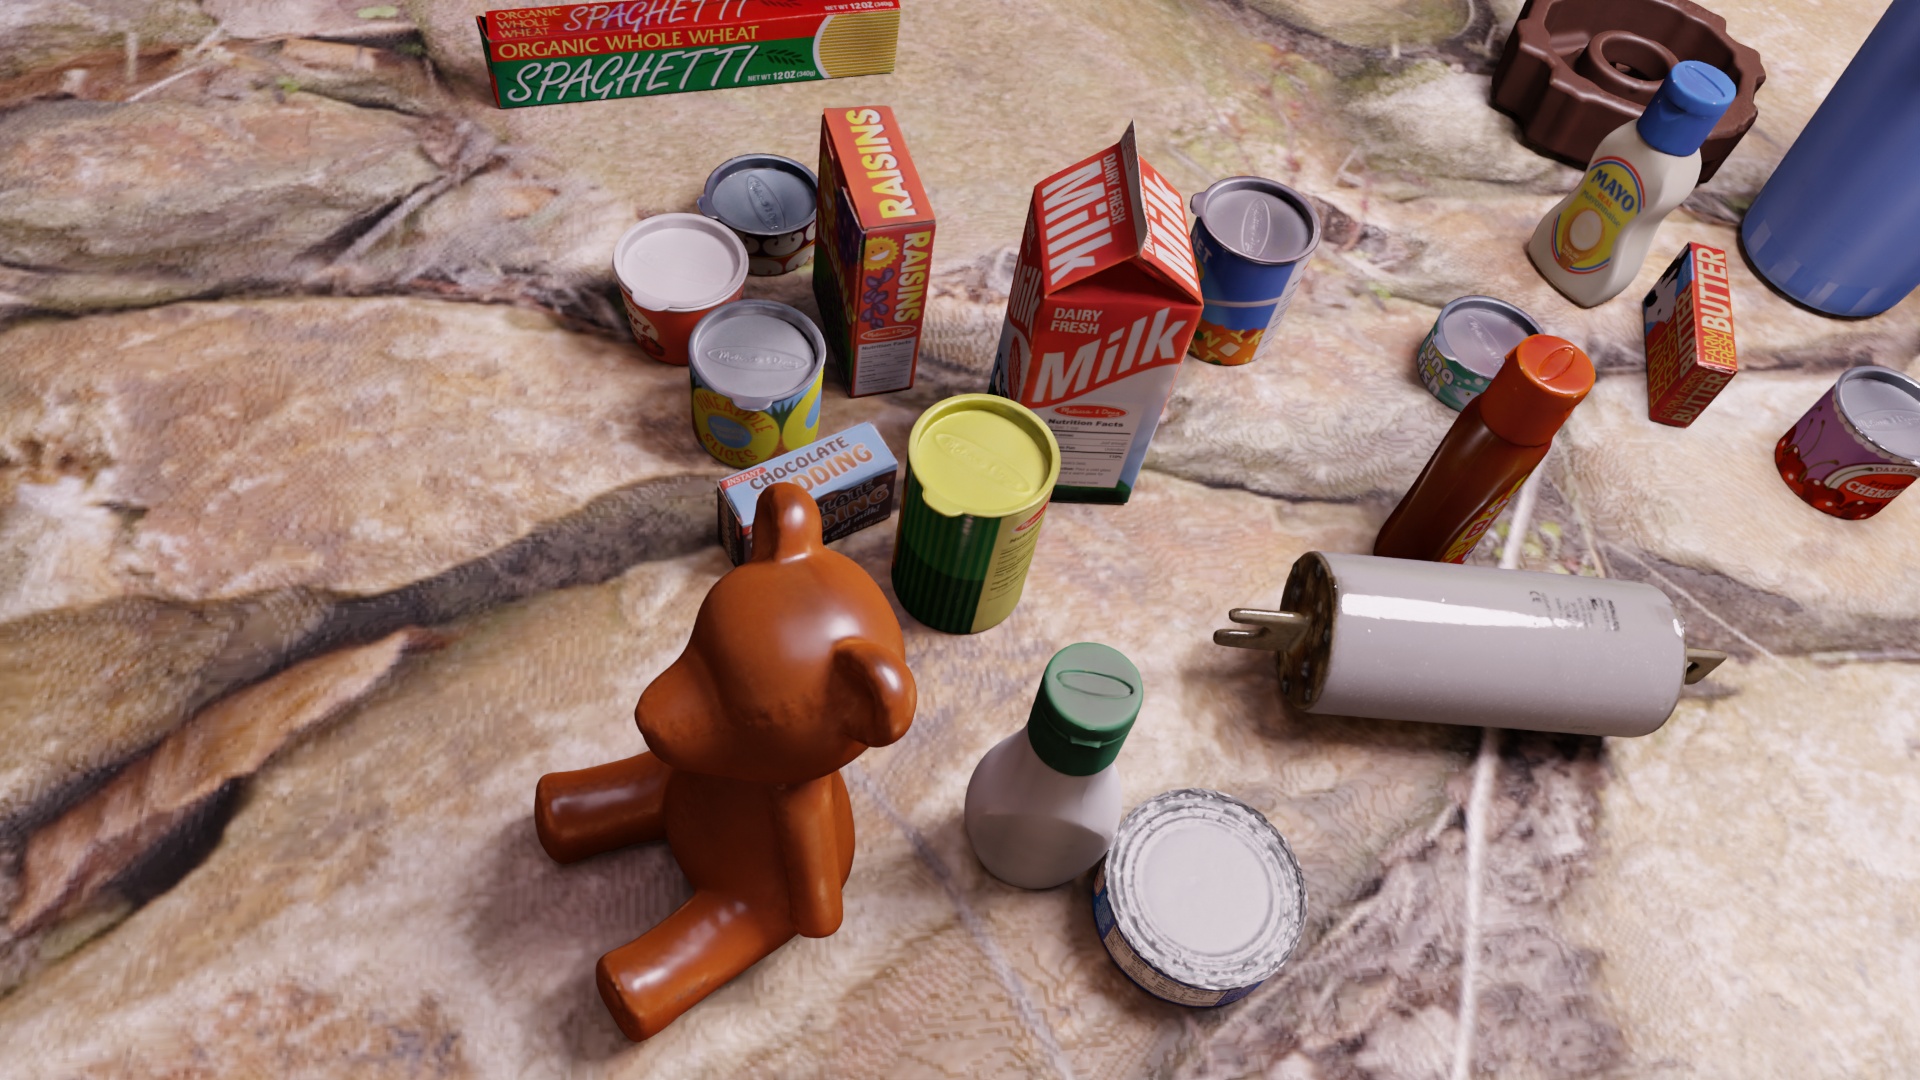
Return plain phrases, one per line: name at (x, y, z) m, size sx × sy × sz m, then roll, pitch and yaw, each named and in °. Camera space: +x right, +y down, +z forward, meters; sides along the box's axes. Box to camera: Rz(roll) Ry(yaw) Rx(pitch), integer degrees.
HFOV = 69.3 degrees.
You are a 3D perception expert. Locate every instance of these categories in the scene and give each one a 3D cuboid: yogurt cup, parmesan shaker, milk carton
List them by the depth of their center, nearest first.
parmesan shaker at (0.002, -0.008, 0.637) m, size 0.071 × 0.102 × 0.071 m, roll 4°, pitch 56°, yaw -6°
milk carton at (0.062, -0.101, 0.657) m, size 0.073 × 0.189 × 0.073 m, roll 2°, pitch 56°, yaw -7°
yogurt cup at (-0.145, -0.129, 0.726) m, size 0.072 × 0.053 × 0.073 m, roll 4°, pitch 56°, yaw -6°

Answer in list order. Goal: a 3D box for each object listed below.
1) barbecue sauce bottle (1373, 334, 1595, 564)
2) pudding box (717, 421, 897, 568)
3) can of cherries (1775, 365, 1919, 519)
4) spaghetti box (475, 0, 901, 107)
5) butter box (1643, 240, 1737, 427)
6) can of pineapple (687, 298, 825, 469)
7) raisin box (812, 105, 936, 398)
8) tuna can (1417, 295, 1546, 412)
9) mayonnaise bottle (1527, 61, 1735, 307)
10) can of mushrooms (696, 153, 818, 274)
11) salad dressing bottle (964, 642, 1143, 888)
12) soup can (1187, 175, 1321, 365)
barbecue sauce bottle at (0.251, -0.037, 0.669) m, size 0.065 × 0.147 × 0.044 m, roll -37°, pitch 68°, yaw -28°
pudding box at (-0.073, -0.020, 0.666) m, size 0.084 × 0.049 × 0.030 m, roll -24°, pitch 63°, yaw -23°
can of cherries at (0.503, -0.052, 0.773) m, size 0.071 × 0.058 × 0.072 m, roll 4°, pitch 56°, yaw -6°
spaghetti box at (-0.160, -0.302, 0.844) m, size 0.251 × 0.050 × 0.029 m, roll -11°, pitch 59°, yaw -16°
butter box at (0.425, -0.120, 0.811) m, size 0.024 × 0.052 × 0.104 m, roll 16°, pitch 55°, yaw 2°
can of pineapple at (-0.103, -0.076, 0.694) m, size 0.071 × 0.057 × 0.071 m, roll 4°, pitch 56°, yaw -6°
raisin box at (-0.047, -0.146, 0.711) m, size 0.040 × 0.122 × 0.086 m, roll -9°, pitch 58°, yaw -15°
tuna can at (0.296, -0.104, 0.792) m, size 0.071 × 0.032 × 0.071 m, roll 4°, pitch 55°, yaw -6°
mayonnaise bottle at (0.390, -0.207, 0.807) m, size 0.041 × 0.147 × 0.065 m, roll -23°, pitch 62°, yaw -22°
can of mushrooms at (-0.113, -0.183, 0.780) m, size 0.071 × 0.033 × 0.071 m, roll 4°, pitch 56°, yaw -6°
salad dressing bottle at (0.038, 0.091, 0.548) m, size 0.064 × 0.146 × 0.044 m, roll 11°, pitch 55°, yaw -1°
soup can at (0.151, -0.149, 0.768) m, size 0.071 × 0.083 × 0.072 m, roll 4°, pitch 56°, yaw -6°
